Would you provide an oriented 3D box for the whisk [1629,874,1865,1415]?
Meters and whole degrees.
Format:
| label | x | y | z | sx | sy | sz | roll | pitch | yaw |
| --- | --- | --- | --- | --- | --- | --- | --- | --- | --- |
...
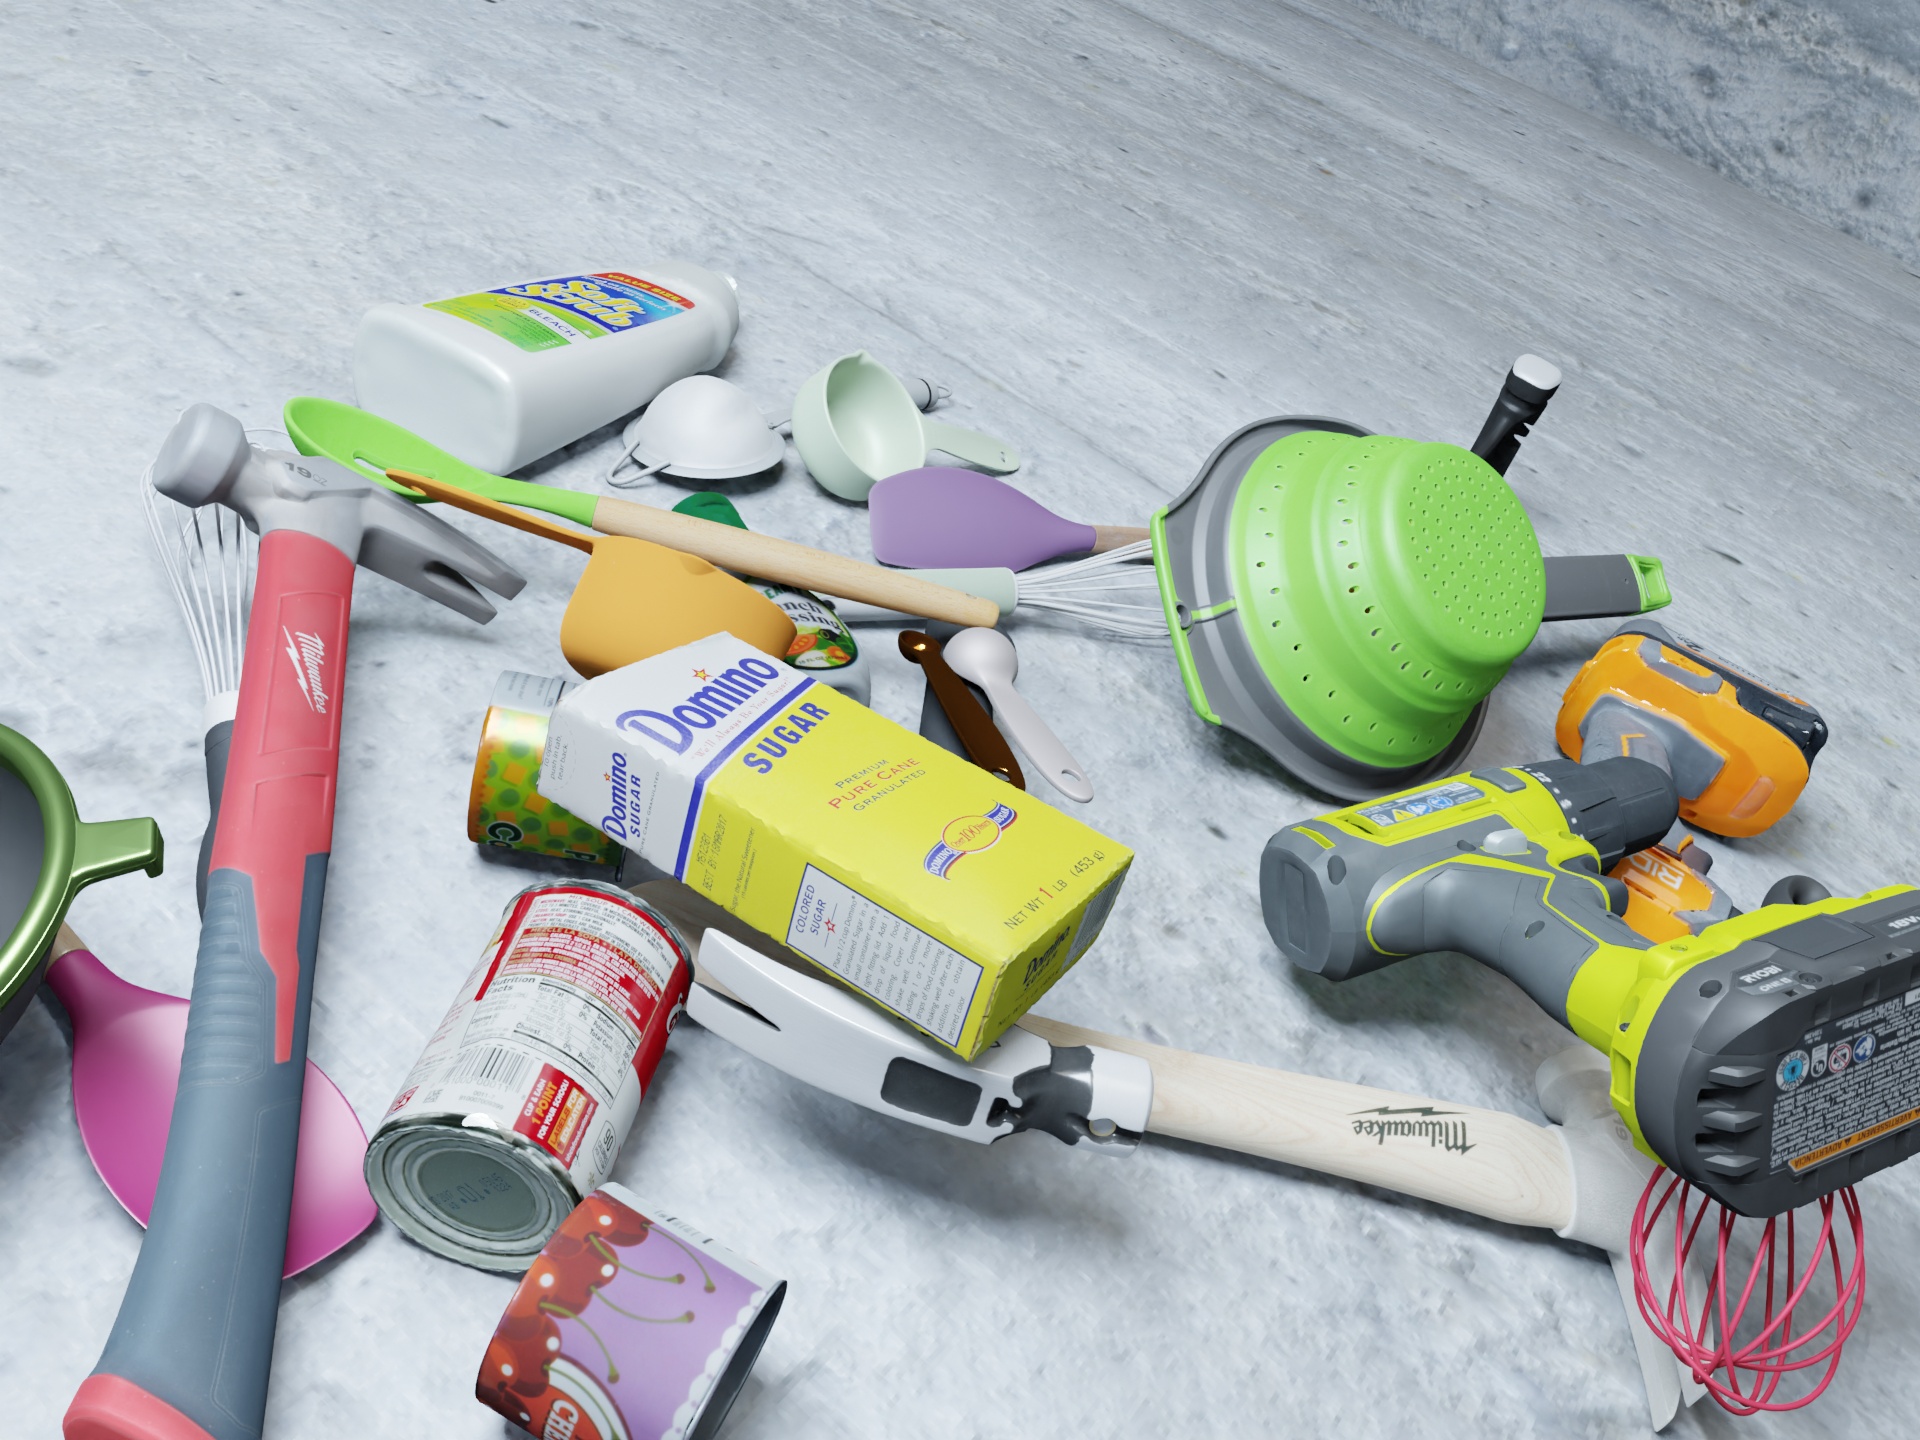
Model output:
| label | x | y | z | sx | sy | sz | roll | pitch | yaw |
| --- | --- | --- | --- | --- | --- | --- | --- | --- | --- |
| whisk | 0.302 | 0.137 | 0.592 | 0.073 | 0.073 | 0.296 | 31 | 38 | 14 |

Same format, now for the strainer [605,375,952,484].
| label | x | y | z | sx | sy | sz | roll | pitch | yaw |
| --- | --- | --- | --- | --- | --- | --- | --- | --- | --- |
| strainer | -0.091 | -0.175 | 0.893 | 0.087 | 0.050 | 0.258 | 33 | 34 | 29 |

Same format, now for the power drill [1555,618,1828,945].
| label | x | y | z | sx | sy | sz | roll | pitch | yaw |
| --- | --- | --- | --- | --- | --- | --- | --- | --- | --- |
| power drill | 0.350 | 0.053 | 0.777 | 0.164 | 0.084 | 0.226 | 33 | 43 | 16 |

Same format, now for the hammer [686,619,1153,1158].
| label | x | y | z | sx | sy | sz | roll | pitch | yaw |
| --- | --- | --- | --- | --- | --- | --- | --- | --- | --- |
| hammer | -0.009 | 0.034 | 0.626 | 0.146 | 0.035 | 0.335 | 14 | 28 | -6 |

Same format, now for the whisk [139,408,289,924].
| label | x | y | z | sx | sy | sz | roll | pitch | yaw |
| --- | --- | --- | --- | --- | --- | --- | --- | --- | --- |
| whisk | -0.276 | -0.021 | 0.602 | 0.070 | 0.070 | 0.285 | -1 | 46 | -26 |

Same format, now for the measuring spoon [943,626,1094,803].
| label | x | y | z | sx | sy | sz | roll | pitch | yaw |
| --- | --- | --- | --- | --- | --- | --- | --- | --- | --- |
| measuring spoon | 0.028 | -0.007 | 0.665 | 0.034 | 0.018 | 0.124 | 3 | 32 | -28 |

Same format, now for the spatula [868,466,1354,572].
| label | x | y | z | sx | sy | sz | roll | pitch | yaw |
| --- | --- | --- | --- | --- | --- | --- | --- | --- | --- |
| spatula | 0.095 | -0.103 | 0.895 | 0.315 | 0.018 | 0.060 | 3 | 76 | -26 |

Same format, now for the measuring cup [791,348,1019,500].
| label | x | y | z | sx | sy | sz | roll | pitch | yaw |
| --- | --- | --- | --- | --- | --- | --- | --- | --- | --- |
| measuring cup | -0.029 | -0.154 | 0.896 | 0.167 | 0.038 | 0.083 | 4 | 71 | -51 |

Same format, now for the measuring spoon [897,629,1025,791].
| label | x | y | z | sx | sy | sz | roll | pitch | yaw |
| --- | --- | --- | --- | --- | --- | --- | --- | --- | --- |
| measuring spoon | -0.001 | -0.002 | 0.653 | 0.021 | 0.011 | 0.117 | 5 | 33 | -30 |

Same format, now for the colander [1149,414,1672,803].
| label | x | y | z | sx | sy | sz | roll | pitch | yaw |
| --- | --- | --- | --- | --- | --- | --- | --- | --- | --- |
| colander | 0.280 | -0.075 | 0.818 | 0.397 | 0.094 | 0.204 | -6 | 79 | -35 |

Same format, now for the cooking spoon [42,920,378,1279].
| label | x | y | z | sx | sy | sz | roll | pitch | yaw |
| --- | --- | --- | --- | --- | --- | --- | --- | --- | --- |
| cooking spoon | -0.299 | 0.064 | 0.509 | 0.319 | 0.017 | 0.069 | 37 | 36 | 21 |

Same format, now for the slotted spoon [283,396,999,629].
| label | x | y | z | sx | sy | sz | roll | pitch | yaw |
| --- | --- | --- | --- | --- | --- | --- | --- | --- | --- |
| slotted spoon | -0.134 | -0.083 | 0.693 | 0.313 | 0.031 | 0.070 | 14 | 24 | -9 |

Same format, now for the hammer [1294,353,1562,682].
| label | x | y | z | sx | sy | sz | roll | pitch | yaw |
| --- | --- | --- | --- | --- | --- | --- | --- | --- | --- |
| hammer | 0.254 | -0.097 | 0.924 | 0.034 | 0.127 | 0.337 | 35 | 49 | 16 |

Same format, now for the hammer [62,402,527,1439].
| label | x | y | z | sx | sy | sz | roll | pitch | yaw |
| --- | --- | --- | --- | --- | --- | --- | --- | --- | --- |
| hammer | -0.207 | 0.053 | 0.511 | 0.143 | 0.038 | 0.387 | 29 | 33 | -38 |

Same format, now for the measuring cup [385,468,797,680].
| label | x | y | z | sx | sy | sz | roll | pitch | yaw |
| --- | --- | --- | --- | --- | --- | --- | --- | --- | --- |
| measuring cup | -0.154 | -0.046 | 0.631 | 0.173 | 0.095 | 0.052 | 22 | 77 | -6 |

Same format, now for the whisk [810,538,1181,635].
| label | x | y | z | sx | sy | sz | roll | pitch | yaw |
| --- | --- | --- | --- | --- | --- | --- | --- | --- | --- |
| whisk | 0.031 | -0.064 | 0.804 | 0.246 | 0.057 | 0.059 | -3 | 49 | -22 |

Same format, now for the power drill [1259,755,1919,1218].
| label | x | y | z | sx | sy | sz | roll | pitch | yaw |
| --- | --- | --- | --- | --- | --- | --- | --- | --- | --- |
| power drill | 0.249 | 0.074 | 0.589 | 0.190 | 0.080 | 0.229 | -13 | 20 | -20 |

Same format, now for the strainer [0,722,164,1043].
| label | x | y | z | sx | sy | sz | roll | pitch | yaw |
| --- | --- | --- | --- | --- | --- | --- | --- | --- | --- |
| strainer | -0.336 | 0.106 | 0.410 | 0.151 | 0.069 | 0.256 | 18 | 51 | 16 |

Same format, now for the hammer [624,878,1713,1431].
| label | x | y | z | sx | sy | sz | roll | pitch | yaw |
| --- | --- | --- | --- | --- | --- | --- | --- | --- | --- |
| hammer | 0.069 | 0.139 | 0.572 | 0.410 | 0.038 | 0.146 | 15 | 38 | -6 |
